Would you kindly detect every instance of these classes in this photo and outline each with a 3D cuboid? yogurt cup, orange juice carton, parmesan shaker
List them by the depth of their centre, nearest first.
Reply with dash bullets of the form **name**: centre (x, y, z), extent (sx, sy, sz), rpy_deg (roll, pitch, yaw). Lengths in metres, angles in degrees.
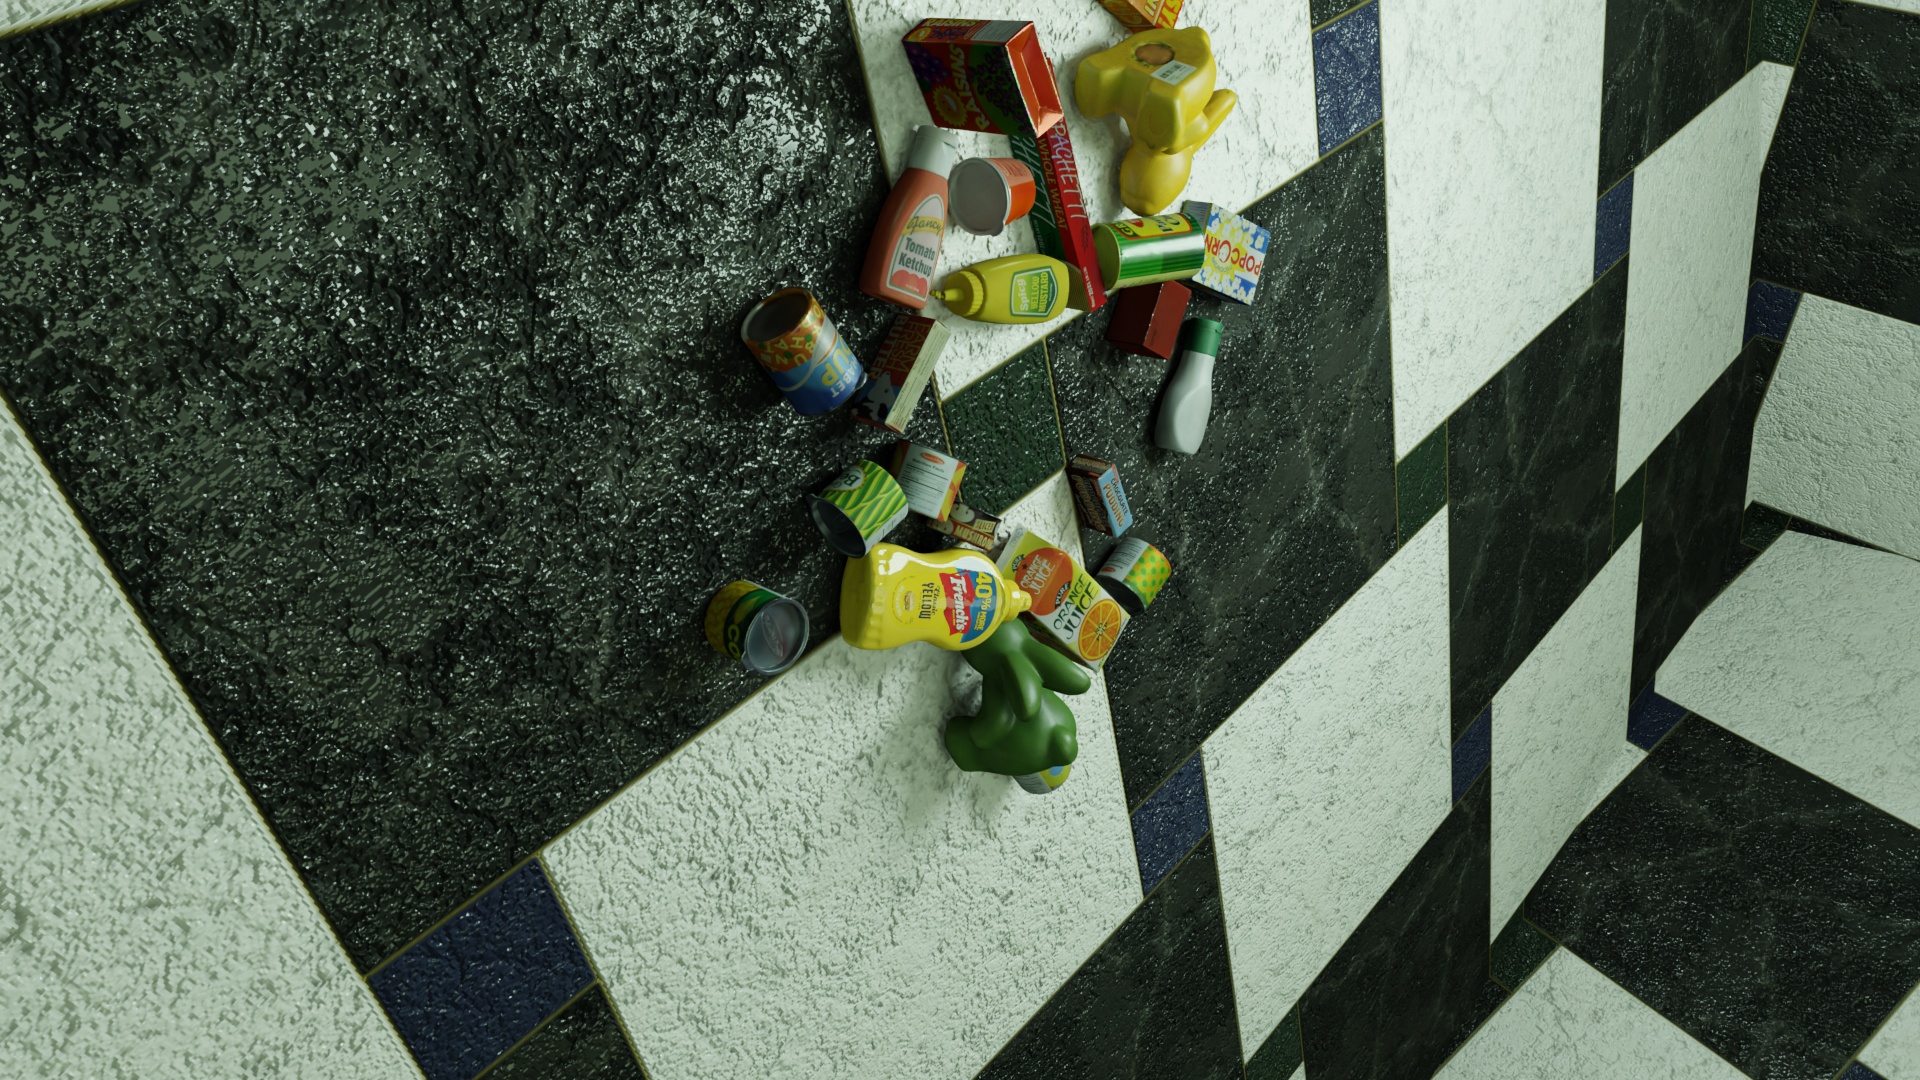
- **yogurt cup**: centre (0.030, -0.307, 1.225), extent (0.054, 0.072, 0.072), rpy_deg (-29, 124, -47)
- **parmesan shaker**: centre (0.179, -0.285, 1.367), extent (0.103, 0.071, 0.071), rpy_deg (-14, 115, -25)
- **orange juice carton**: centre (0.090, 0.056, 1.416), extent (0.192, 0.073, 0.072), rpy_deg (42, 74, -46)

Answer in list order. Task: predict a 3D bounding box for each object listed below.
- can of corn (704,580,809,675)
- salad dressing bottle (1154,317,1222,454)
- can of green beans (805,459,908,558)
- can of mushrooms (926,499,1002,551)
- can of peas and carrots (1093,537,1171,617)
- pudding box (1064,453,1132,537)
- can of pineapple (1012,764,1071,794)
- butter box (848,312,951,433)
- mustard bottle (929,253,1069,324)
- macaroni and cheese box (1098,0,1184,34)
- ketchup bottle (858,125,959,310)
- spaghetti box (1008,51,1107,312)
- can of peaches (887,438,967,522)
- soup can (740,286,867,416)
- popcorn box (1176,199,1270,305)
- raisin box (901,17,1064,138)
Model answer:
- **can of corn**: centre (-0.171, 0.073, 1.153), extent (0.071, 0.058, 0.071), rpy_deg (-20, 119, -41)
- **salad dressing bottle**: centre (0.254, -0.170, 1.532), extent (0.064, 0.044, 0.147), rpy_deg (10, 96, -46)
- **can of green beans**: centre (-0.088, -0.028, 1.200), extent (0.058, 0.071, 0.071), rpy_deg (-44, 132, -28)
- **can of mushrooms**: centre (0.005, -0.016, 1.300), extent (0.071, 0.071, 0.033), rpy_deg (25, 87, -49)
- **can of peas and carrots**: centre (0.190, 0.040, 1.523), extent (0.059, 0.071, 0.070), rpy_deg (-52, 135, -21)
- **pudding box**: centre (0.146, -0.047, 1.456), extent (0.030, 0.050, 0.083), rpy_deg (-43, 132, -26)
- **can of pineapple**: centre (0.079, 0.226, 1.474), extent (0.071, 0.071, 0.057), rpy_deg (-53, 136, -19)
- **butter box**: centre (-0.052, -0.146, 1.204), extent (0.024, 0.053, 0.103), rpy_deg (34, 79, -45)
- **mustard bottle**: centre (0.033, -0.227, 1.268), extent (0.161, 0.049, 0.065), rpy_deg (-15, 114, -43)
- **macaroni and cheese box**: centre (0.156, -0.560, 1.284), extent (0.166, 0.040, 0.123), rpy_deg (21, 89, -48)
- **ketchup bottle**: centre (-0.039, -0.274, 1.178), extent (0.065, 0.043, 0.148), rpy_deg (13, 94, -48)
- **spaghetti box**: centre (0.084, -0.327, 1.285), extent (0.029, 0.050, 0.248), rpy_deg (-43, 131, -29)
- **can of peaches**: centre (-0.034, -0.054, 1.250), extent (0.071, 0.071, 0.058), rpy_deg (21, 89, -49)
- **soup can**: centre (-0.124, -0.152, 1.111), extent (0.071, 0.071, 0.083), rpy_deg (-53, 136, -19)
- **popcorn box**: centre (0.282, -0.312, 1.511), extent (0.127, 0.038, 0.085), rpy_deg (9, 98, -48)
- **raisin box**: centre (0.018, -0.381, 1.138), extent (0.040, 0.123, 0.085), rpy_deg (-47, 133, -22)
